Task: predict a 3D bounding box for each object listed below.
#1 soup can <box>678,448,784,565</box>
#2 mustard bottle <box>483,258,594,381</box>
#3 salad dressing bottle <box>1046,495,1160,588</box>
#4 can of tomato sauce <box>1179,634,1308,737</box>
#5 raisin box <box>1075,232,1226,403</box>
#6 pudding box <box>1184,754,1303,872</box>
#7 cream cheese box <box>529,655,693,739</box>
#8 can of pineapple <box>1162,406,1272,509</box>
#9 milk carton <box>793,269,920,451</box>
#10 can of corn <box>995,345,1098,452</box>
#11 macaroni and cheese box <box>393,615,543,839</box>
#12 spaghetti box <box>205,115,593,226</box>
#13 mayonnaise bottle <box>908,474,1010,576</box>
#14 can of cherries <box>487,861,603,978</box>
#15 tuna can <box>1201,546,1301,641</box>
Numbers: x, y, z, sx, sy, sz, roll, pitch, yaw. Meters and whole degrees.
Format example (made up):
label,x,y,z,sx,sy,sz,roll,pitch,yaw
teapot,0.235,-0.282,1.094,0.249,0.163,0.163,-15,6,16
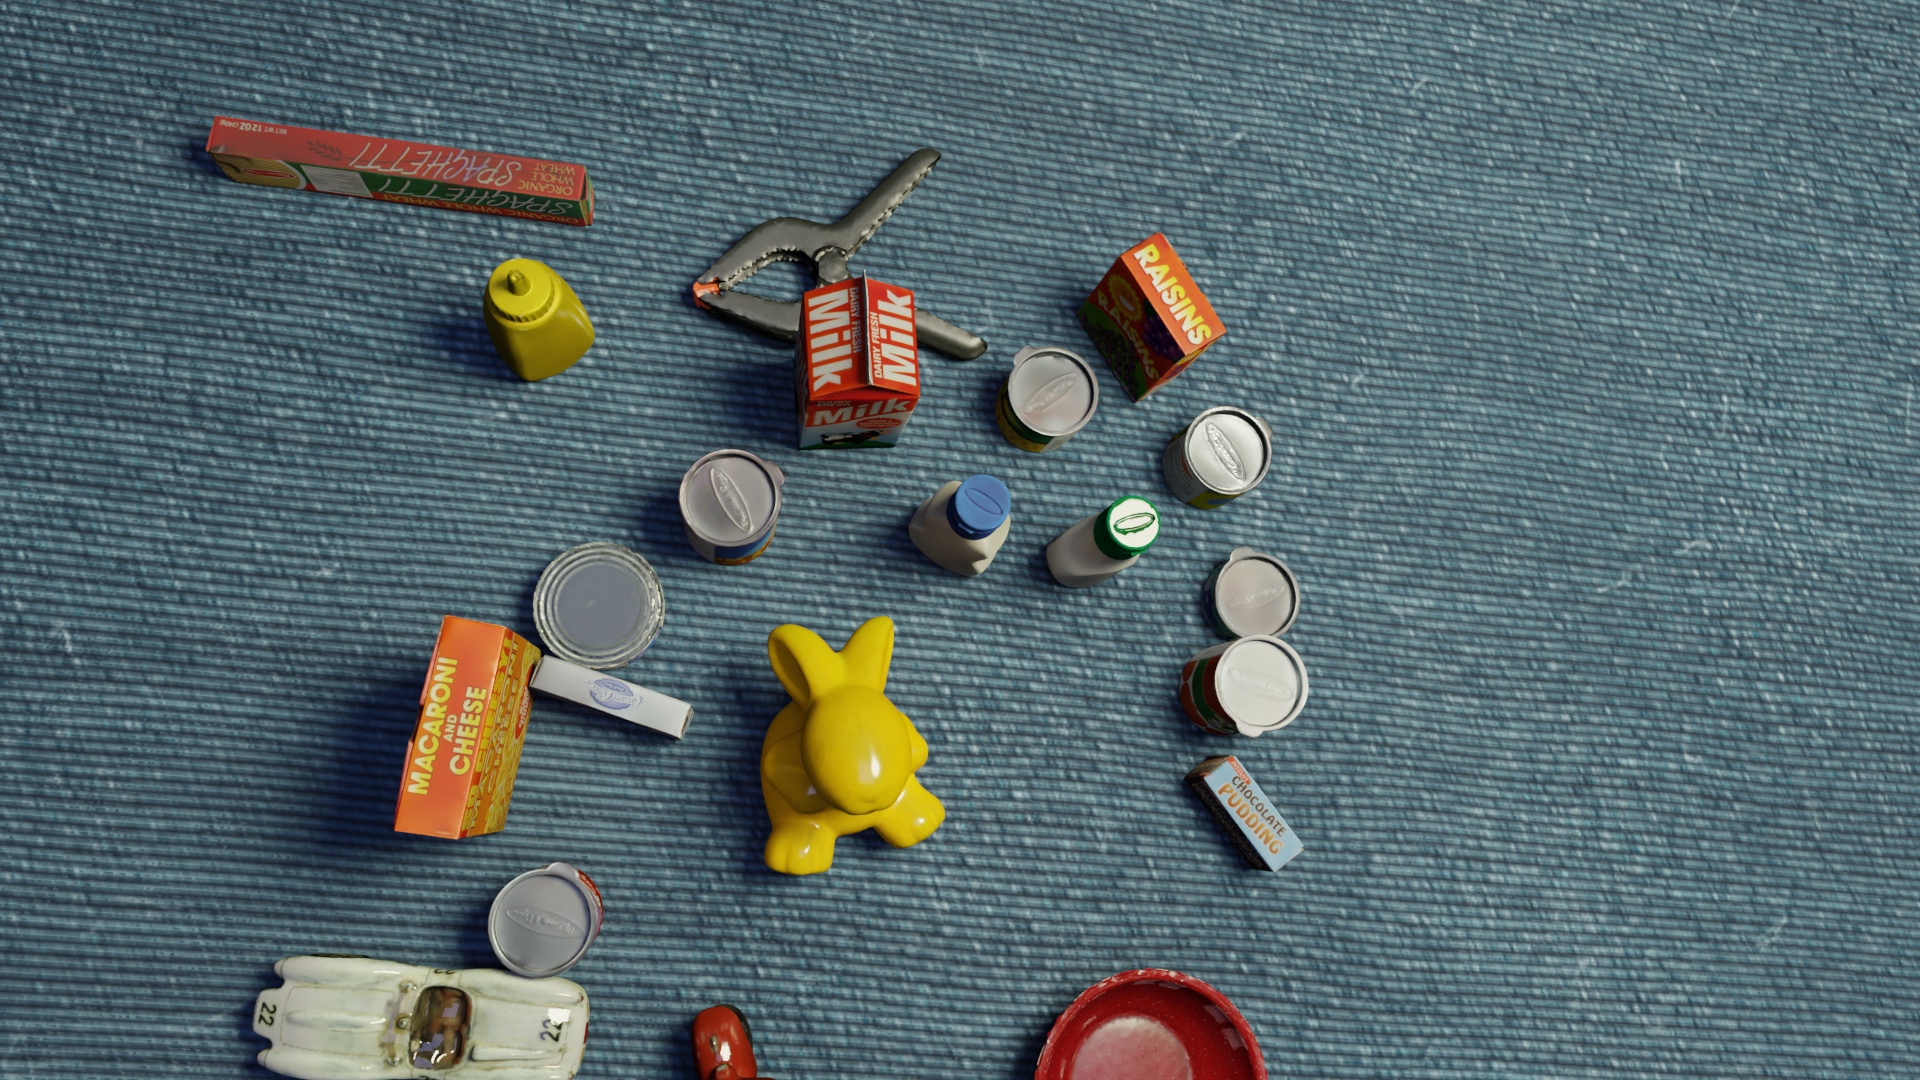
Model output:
label,x,y,z,sx,sy,sz,roll,pitch,yaw
soup can,-0.155,-0.022,0.949,0.071,0.083,0.071,2,80,-9
mustard bottle,-0.281,-0.151,0.913,0.065,0.160,0.049,-35,87,-13
salad dressing bottle,0.100,0.001,0.954,0.064,0.147,0.044,-14,83,-11
can of tomato sauce,0.198,0.106,0.984,0.071,0.083,0.071,2,80,-9
raisin box,0.135,-0.158,1.002,0.040,0.123,0.086,-31,86,-13
pudding box,0.201,0.193,0.985,0.030,0.049,0.084,-36,87,-13
cream cheese box,-0.231,0.106,0.928,0.104,0.053,0.024,20,78,-5
can of pineapple,0.190,-0.061,1.027,0.071,0.057,0.071,2,80,-9
milk carton,-0.070,-0.115,0.925,0.073,0.190,0.072,-3,81,-10
can of corn,0.060,-0.104,1.013,0.071,0.058,0.071,2,80,-9
macaroni and cheese box,-0.300,0.118,0.856,0.040,0.166,0.124,11,78,-7
spaghetti box,-0.385,-0.256,0.972,0.250,0.050,0.029,6,79,-8
mayonnaise bottle,0.003,-0.012,0.940,0.065,0.148,0.041,33,77,-2
can of cherries,-0.264,0.241,0.894,0.071,0.058,0.071,2,80,-9
tuna can,0.213,0.041,1.024,0.071,0.032,0.071,2,79,-9
